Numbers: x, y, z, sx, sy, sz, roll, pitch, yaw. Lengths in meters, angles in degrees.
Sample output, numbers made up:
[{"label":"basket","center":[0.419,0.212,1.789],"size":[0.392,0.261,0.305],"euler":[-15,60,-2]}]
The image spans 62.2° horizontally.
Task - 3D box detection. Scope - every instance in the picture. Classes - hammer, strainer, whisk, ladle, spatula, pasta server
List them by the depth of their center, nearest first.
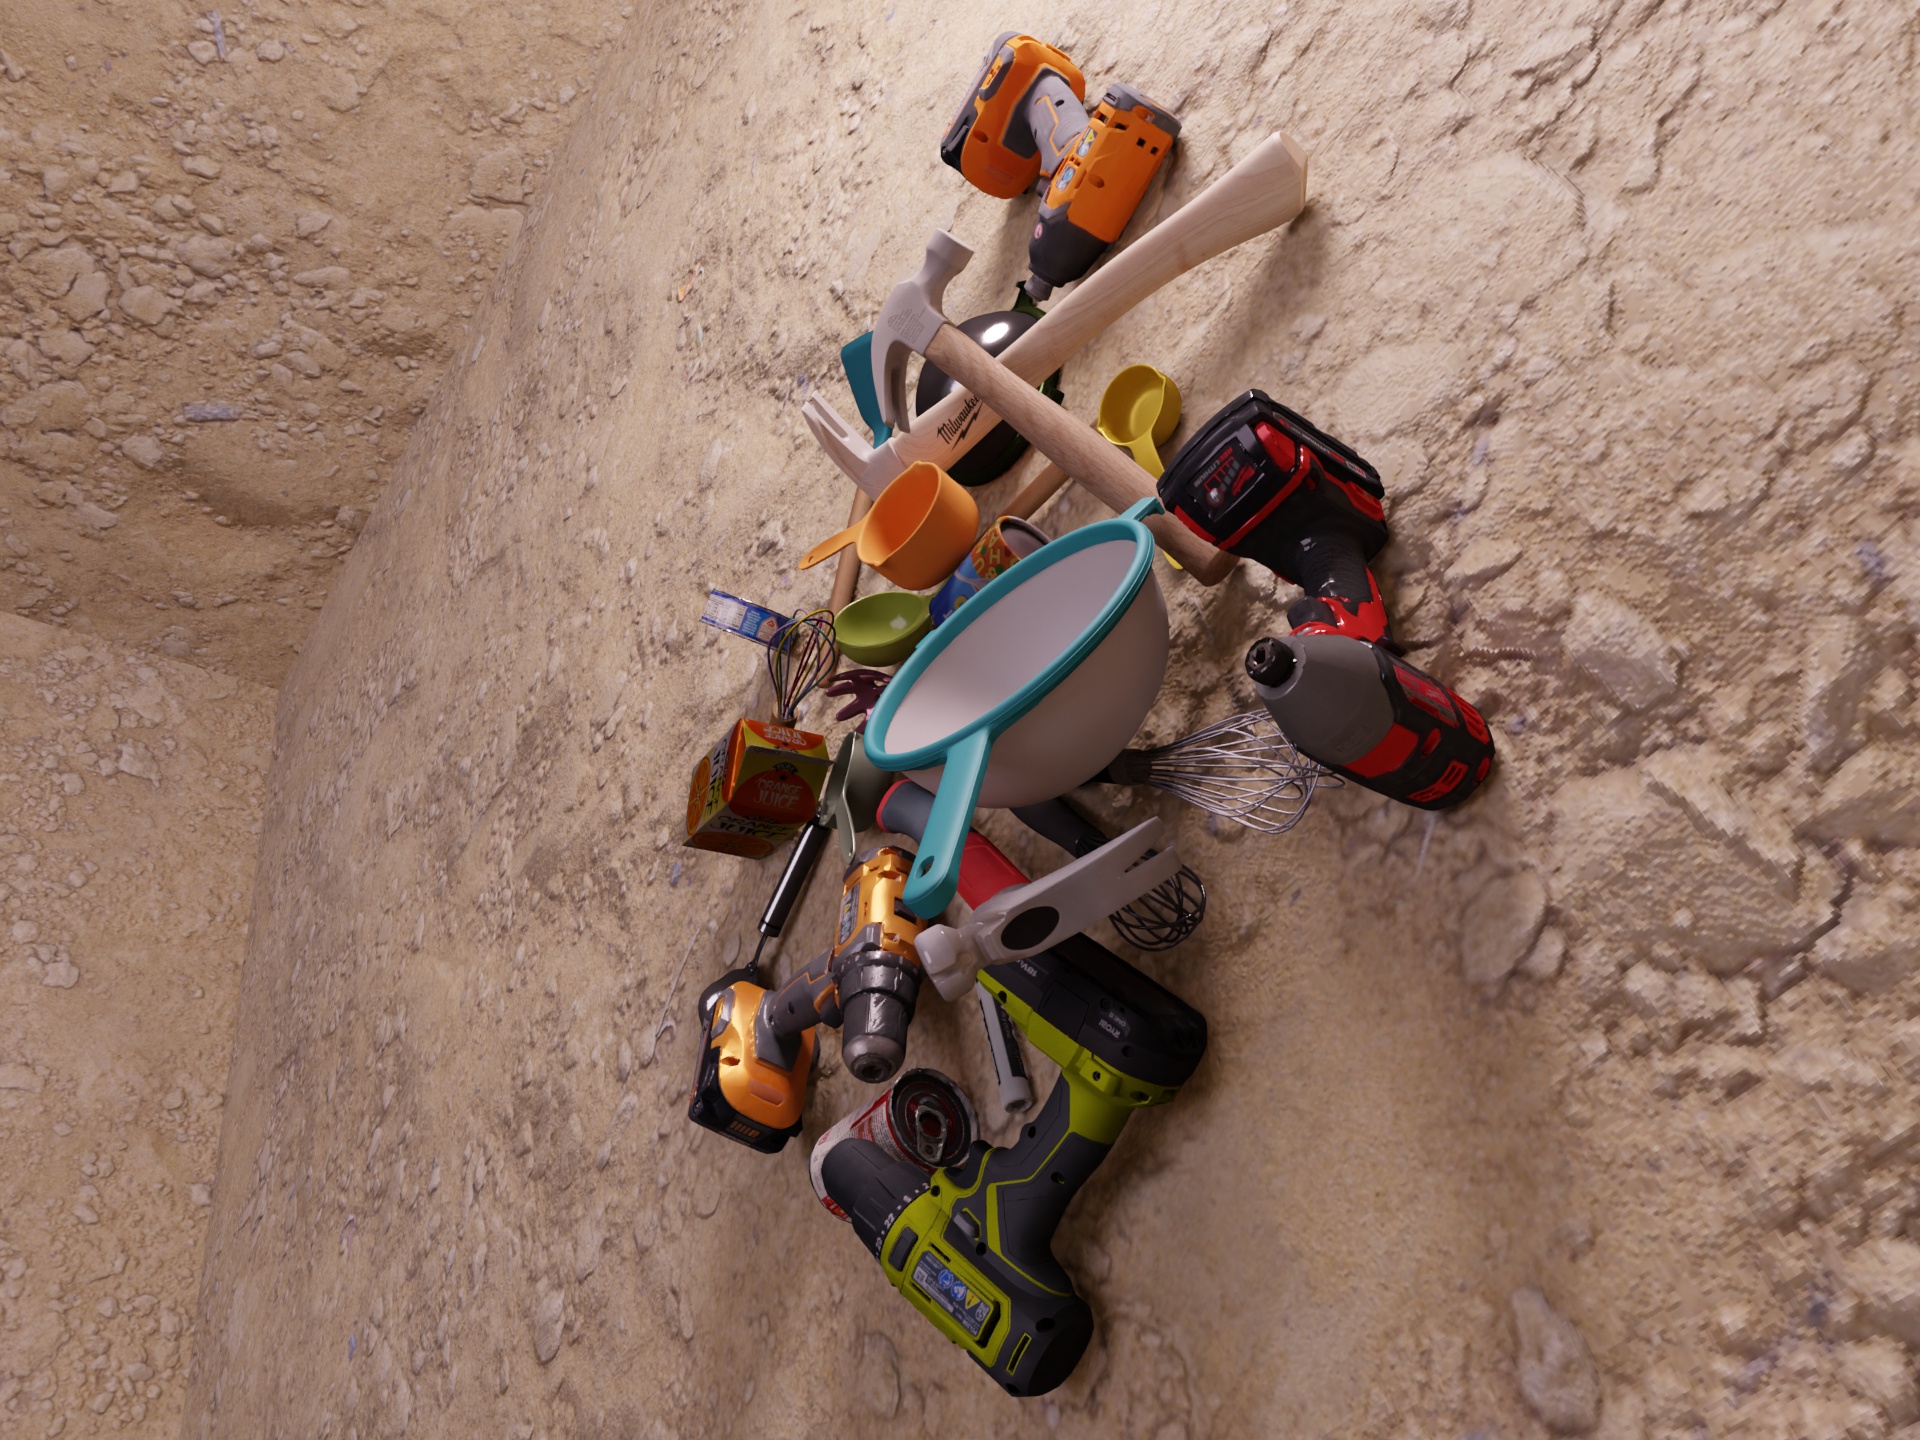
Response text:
[{"label":"strainer","center":[0.038,0.018,0.891],"size":[0.211,0.095,0.341],"euler":[-30,22,29]},{"label":"whisk","center":[0.119,0.028,0.935],"size":[0.285,0.070,0.070],"euler":[-1,72,62]},{"label":"whisk","center":[0.078,0.080,0.977],"size":[0.055,0.055,0.239],"euler":[-66,28,7]},{"label":"hammer","center":[0.013,0.074,0.987],"size":[0.143,0.038,0.386],"euler":[-28,11,-6]},{"label":"hammer","center":[0.055,-0.191,1.043],"size":[0.332,0.031,0.130],"euler":[44,110,30]},{"label":"hammer","center":[0.063,-0.275,1.112],"size":[0.410,0.146,0.038],"euler":[-32,23,36]},{"label":"pasta server","center":[-0.002,-0.004,1.148],"size":[0.040,0.060,0.316],"euler":[-32,23,-26]},{"label":"ladle","center":[0.015,-0.144,1.182],"size":[0.320,0.062,0.078],"euler":[-42,21,33]},{"label":"strainer","center":[-0.024,-0.236,1.276],"size":[0.256,0.069,0.152],"euler":[-42,42,35]},{"label":"whisk","center":[-0.135,-0.020,1.293],"size":[0.244,0.051,0.047],"euler":[115,-179,-58]},{"label":"strainer","center":[-0.161,0.175,1.296],"size":[0.258,0.050,0.087],"euler":[-65,18,3]},{"label":"spatula","center":[-0.097,-0.183,1.386],"size":[0.082,0.044,0.318],"euler":[-6,70,53]}]

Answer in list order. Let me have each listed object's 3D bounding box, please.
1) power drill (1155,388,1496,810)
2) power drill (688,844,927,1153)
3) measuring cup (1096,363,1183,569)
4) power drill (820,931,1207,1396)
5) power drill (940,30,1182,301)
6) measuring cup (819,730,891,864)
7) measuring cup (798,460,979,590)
[{"label":"power drill","center":[0.179,-0.062,0.807],"size":[0.078,0.143,0.220],"euler":[-45,38,32]},{"label":"power drill","center":[-0.102,0.216,1.118],"size":[0.226,0.084,0.186],"euler":[-46,25,29]},{"label":"measuring cup","center":[0.133,-0.164,1.050],"size":[0.062,0.029,0.157],"euler":[-32,60,37]},{"label":"power drill","center":[0.023,0.234,0.905],"size":[0.191,0.080,0.228],"euler":[32,100,36]},{"label":"power drill","center":[0.066,-0.431,1.237],"size":[0.164,0.084,0.227],"euler":[-58,38,21]},{"label":"measuring cup","center":[-0.072,0.068,1.181],"size":[0.168,0.038,0.083],"euler":[-108,38,-65]},{"label":"measuring cup","center":[-0.054,-0.129,1.187],"size":[0.173,0.052,0.095],"euler":[-18,46,48]}]
